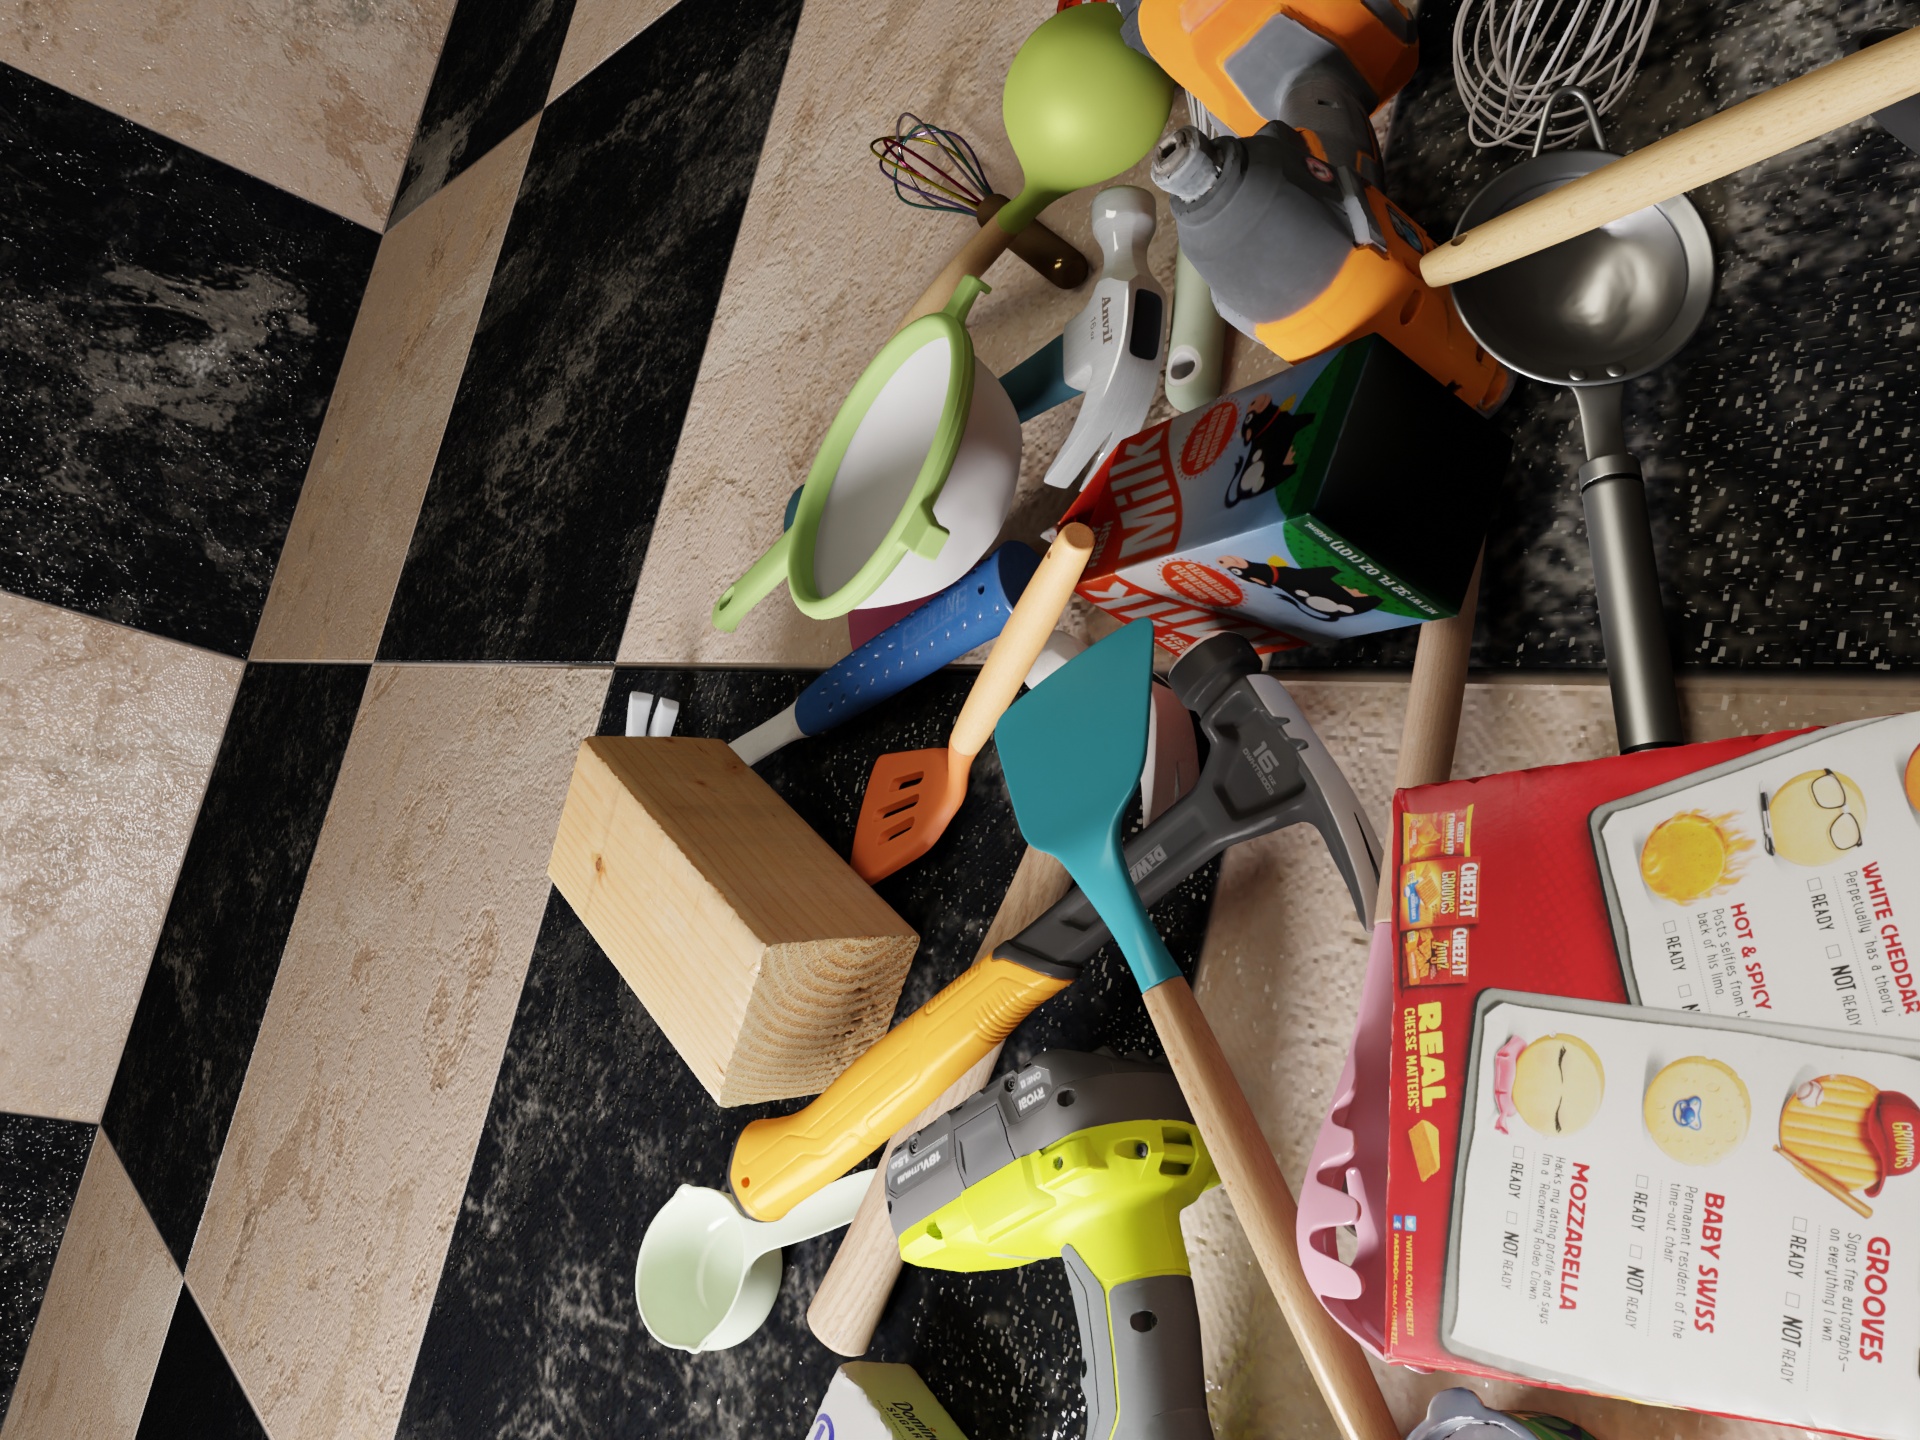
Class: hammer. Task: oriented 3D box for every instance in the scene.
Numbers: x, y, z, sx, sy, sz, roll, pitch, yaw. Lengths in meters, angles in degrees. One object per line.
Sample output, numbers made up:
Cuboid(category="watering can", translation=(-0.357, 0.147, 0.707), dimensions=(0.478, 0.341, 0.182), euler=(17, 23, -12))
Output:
Cuboid(category="hammer", translation=(0.012, 0.128, 0.696), dimensions=(0.130, 0.031, 0.331), euler=(32, 100, 56))
Cuboid(category="hammer", translation=(-0.007, -0.150, 0.838), dimensions=(0.331, 0.033, 0.128), euler=(-19, 68, 55))
Cuboid(category="hammer", translation=(0.019, 0.116, 0.635), dimensions=(0.337, 0.034, 0.127), euler=(-43, 58, 27))
Cuboid(category="hammer", translation=(-0.093, -0.006, 0.889), dimensions=(0.405, 0.035, 0.144), euler=(-28, 57, 47))

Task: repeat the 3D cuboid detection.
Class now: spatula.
Cuboid(category="spatula", translation=(0.087, 0.112, 0.542), dimensions=(0.082, 0.044, 0.318), euler=(-36, 66, 30))
Cuboid(category="spatula", translation=(-0.001, -0.002, 0.701), dimensions=(0.322, 0.041, 0.081), euler=(118, 165, -63))

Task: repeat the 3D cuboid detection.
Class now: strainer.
Cuboid(category="strainer", translation=(0.210, -0.086, 0.520), dimensions=(0.087, 0.050, 0.259), euler=(-3, 71, 7))
Cuboid(category="strainer", translation=(-0.044, -0.089, 0.780), dimensions=(0.256, 0.069, 0.152), euler=(-32, 42, 52))

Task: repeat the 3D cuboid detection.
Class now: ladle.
Cuboid(category="ladle", translation=(0.015, -0.257, 0.815), dimensions=(0.320, 0.078, 0.062), euler=(161, 104, -69))
Cuboid(category="ladle", translation=(0.276, -0.187, 0.436), dimensions=(0.315, 0.031, 0.069), euler=(-18, 36, 36))

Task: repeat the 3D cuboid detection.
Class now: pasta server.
Cuboid(category="pasta server", translation=(0.153, 0.042, 0.518), dimensions=(0.040, 0.060, 0.316), euler=(-12, 56, 51))

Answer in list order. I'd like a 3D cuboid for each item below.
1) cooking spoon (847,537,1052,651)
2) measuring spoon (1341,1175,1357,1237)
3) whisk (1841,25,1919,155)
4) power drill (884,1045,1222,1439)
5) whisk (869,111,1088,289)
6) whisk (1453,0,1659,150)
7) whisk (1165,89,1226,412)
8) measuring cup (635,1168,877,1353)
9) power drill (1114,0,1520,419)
Cuboid(category="cooking spoon", translation=(0.036, -0.078, 0.777), dimensions=(0.319, 0.017, 0.069), euler=(-14, 79, 51))
Cuboid(category="measuring spoon", translation=(0.166, 0.119, 0.507), dimensions=(0.124, 0.018, 0.034), euler=(-51, 40, 15))
Cuboid(category="whisk", translation=(0.300, -0.127, 0.413), dimensions=(0.055, 0.055, 0.239), euler=(-48, 35, 29))
Cuboid(category="power drill", translation=(0.045, 0.245, 0.557), dimensions=(0.171, 0.080, 0.223), euler=(-41, 47, 36))
Cuboid(category="whisk", translation=(0.006, -0.296, 0.909), dimensions=(0.051, 0.047, 0.245), euler=(-56, 40, 18))
Cuboid(category="whisk", translation=(0.258, -0.335, 0.568), dimensions=(0.070, 0.070, 0.284), euler=(32, 96, 55))
Cuboid(category="whisk", translation=(0.117, -0.258, 0.733), dimensions=(0.058, 0.059, 0.246), euler=(-2, 77, 38))
Cuboid(category="measuring cup", translation=(-0.087, 0.256, 0.780), dimensions=(0.167, 0.038, 0.083), euler=(-29, 53, 23))
Cuboid(category="power drill", translation=(0.123, -0.223, 0.602), dimensions=(0.084, 0.164, 0.227), euler=(-35, 45, 37))
